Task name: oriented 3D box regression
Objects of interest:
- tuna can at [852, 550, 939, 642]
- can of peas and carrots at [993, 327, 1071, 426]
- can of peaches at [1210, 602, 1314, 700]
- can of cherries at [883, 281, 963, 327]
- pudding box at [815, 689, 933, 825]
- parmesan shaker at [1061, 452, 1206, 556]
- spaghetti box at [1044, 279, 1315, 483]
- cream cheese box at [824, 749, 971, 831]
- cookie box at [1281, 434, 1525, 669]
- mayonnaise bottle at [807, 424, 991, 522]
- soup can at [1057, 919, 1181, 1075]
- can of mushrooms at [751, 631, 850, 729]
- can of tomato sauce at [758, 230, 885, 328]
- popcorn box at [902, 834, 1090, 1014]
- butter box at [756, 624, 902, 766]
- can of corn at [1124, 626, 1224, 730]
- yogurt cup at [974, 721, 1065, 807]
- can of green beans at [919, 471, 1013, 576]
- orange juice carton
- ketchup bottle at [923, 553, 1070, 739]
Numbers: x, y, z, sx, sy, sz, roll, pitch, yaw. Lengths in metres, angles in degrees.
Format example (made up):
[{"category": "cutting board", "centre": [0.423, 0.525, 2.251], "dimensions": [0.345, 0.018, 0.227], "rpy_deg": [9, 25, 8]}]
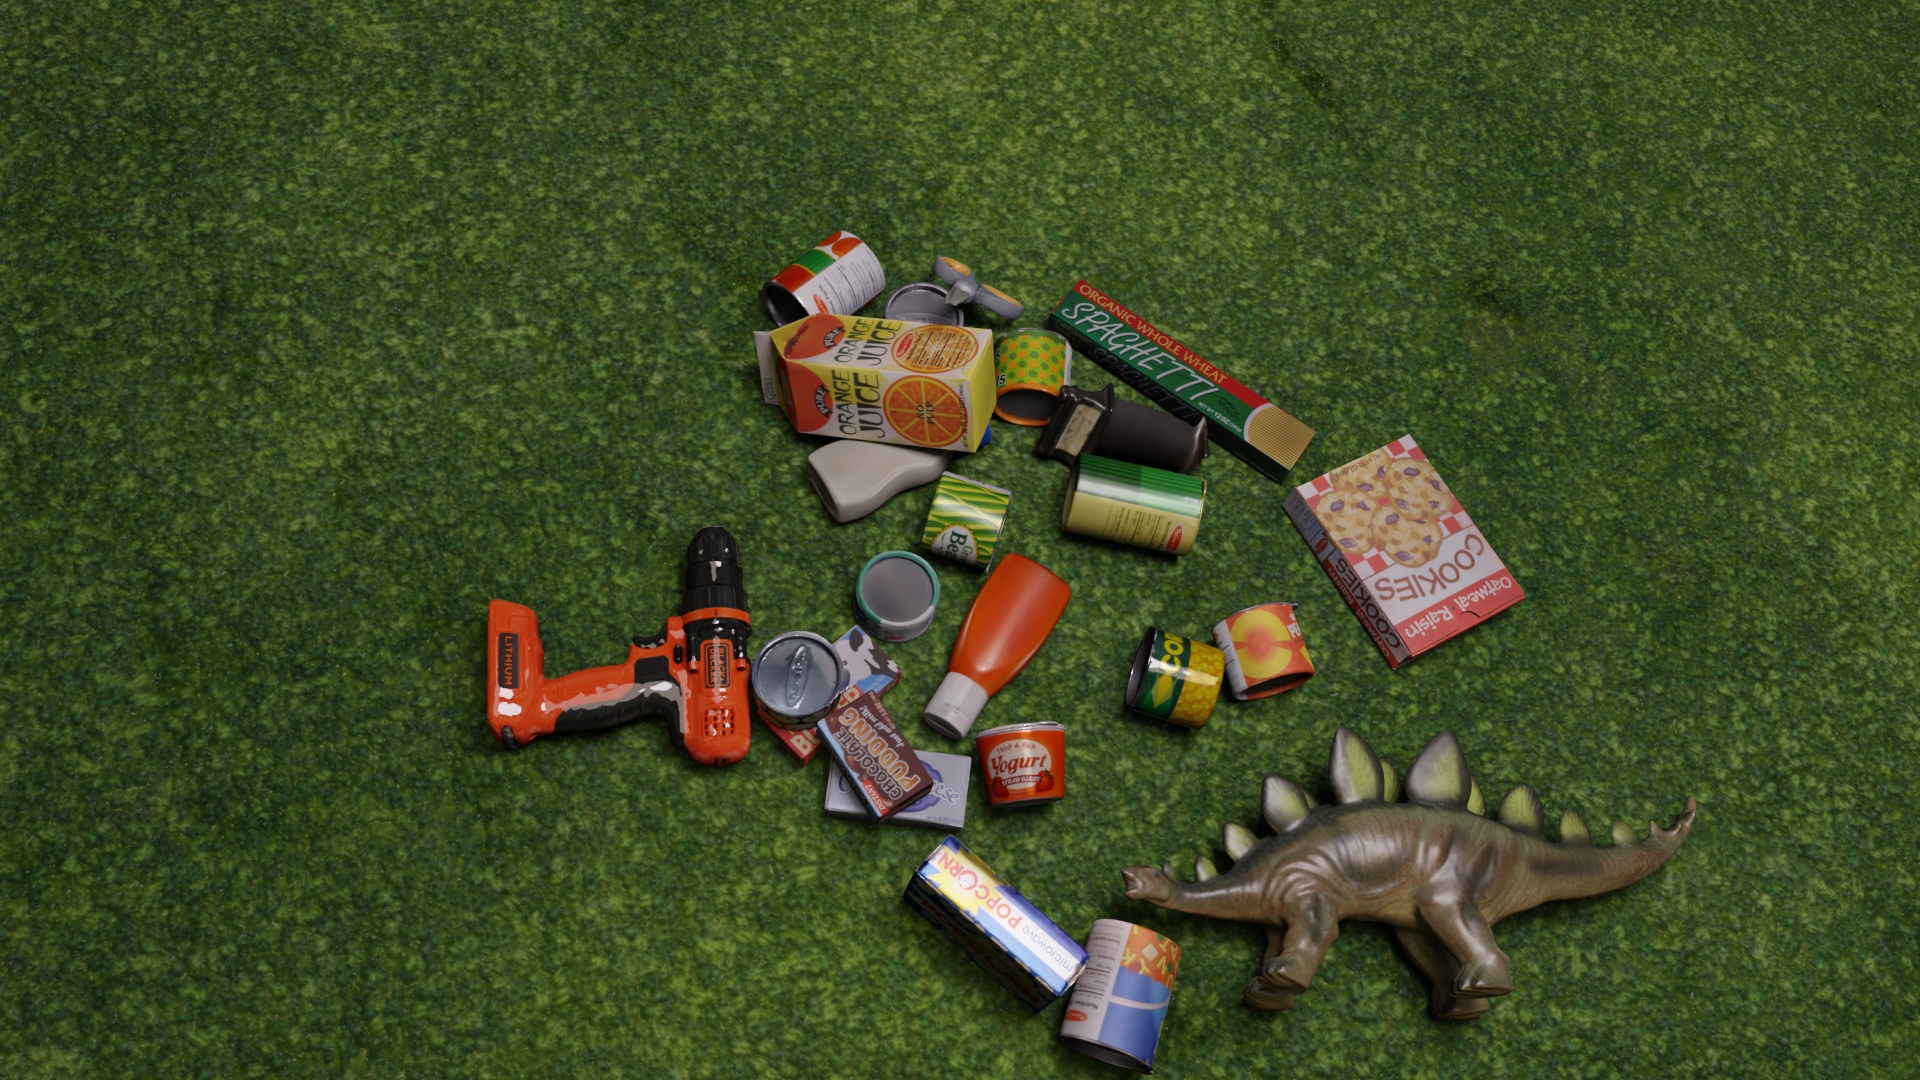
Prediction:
[{"category": "tuna can", "centre": [-0.051, 0.041, 1.082], "dimensions": [0.071, 0.032, 0.071], "rpy_deg": [3, 65, -7]}, {"category": "can of peas and carrots", "centre": [0.057, -0.136, 1.164], "dimensions": [0.071, 0.070, 0.059], "rpy_deg": [7, 65, -5]}, {"category": "can of peaches", "centre": [0.238, 0.087, 1.084], "dimensions": [0.071, 0.071, 0.058], "rpy_deg": [-9, 68, -13]}, {"category": "can of cherries", "centre": [-0.035, -0.172, 1.171], "dimensions": [0.071, 0.058, 0.072], "rpy_deg": [4, 65, -8]}, {"category": "pudding box", "centre": [-0.062, 0.156, 0.999], "dimensions": [0.050, 0.030, 0.084], "rpy_deg": [-29, 72, -19]}, {"category": "parmesan shaker", "centre": [0.139, -0.032, 1.123], "dimensions": [0.103, 0.071, 0.071], "rpy_deg": [12, 64, -2]}, {"category": "spaghetti box", "centre": [0.188, -0.140, 1.205], "dimensions": [0.250, 0.028, 0.050], "rpy_deg": [35, 64, 8]}, {"category": "cream cheese box", "centre": [-0.046, 0.181, 1.021], "dimensions": [0.104, 0.024, 0.053], "rpy_deg": [8, 63, -5]}, {"category": "cookie box", "centre": [0.367, 0.008, 1.156], "dimensions": [0.123, 0.040, 0.168], "rpy_deg": [-24, 71, -18]}, {"category": "mayonnaise bottle", "centre": [-0.047, -0.068, 1.130], "dimensions": [0.148, 0.041, 0.065], "rpy_deg": [-24, 62, -19]}, {"category": "soup can", "centre": [0.113, 0.315, 0.960], "dimensions": [0.071, 0.071, 0.084], "rpy_deg": [21, 64, 2]}, {"category": "can of mushrooms", "centre": [-0.116, 0.103, 1.014], "dimensions": [0.071, 0.033, 0.071], "rpy_deg": [3, 63, -6]}, {"category": "can of tomato sauce", "centre": [-0.116, -0.213, 1.175], "dimensions": [0.071, 0.071, 0.083], "rpy_deg": [42, 66, 12]}, {"category": "popcorn box", "centre": [0.023, 0.266, 0.957], "dimensions": [0.127, 0.085, 0.038], "rpy_deg": [39, 65, 11]}, {"category": "butter box", "centre": [-0.099, 0.116, 1.044], "dimensions": [0.053, 0.024, 0.104], "rpy_deg": [43, 66, 13]}, {"category": "can of corn", "centre": [0.165, 0.104, 1.063], "dimensions": [0.058, 0.071, 0.071], "rpy_deg": [18, 64, -1]}, {"category": "yogurt cup", "centre": [0.046, 0.166, 1.021], "dimensions": [0.072, 0.072, 0.054], "rpy_deg": [-3, 74, -10]}, {"category": "can of green beans", "centre": [0.005, -0.016, 1.098], "dimensions": [0.058, 0.071, 0.071], "rpy_deg": [17, 64, 0]}, {"category": "orange juice carton", "centre": [-0.072, -0.129, 1.111], "dimensions": [0.193, 0.071, 0.073], "rpy_deg": [8, 42, 14]}, {"category": "ketchup bottle", "centre": [0.024, 0.083, 1.067], "dimensions": [0.065, 0.043, 0.149], "rpy_deg": [31, 65, 7]}]
